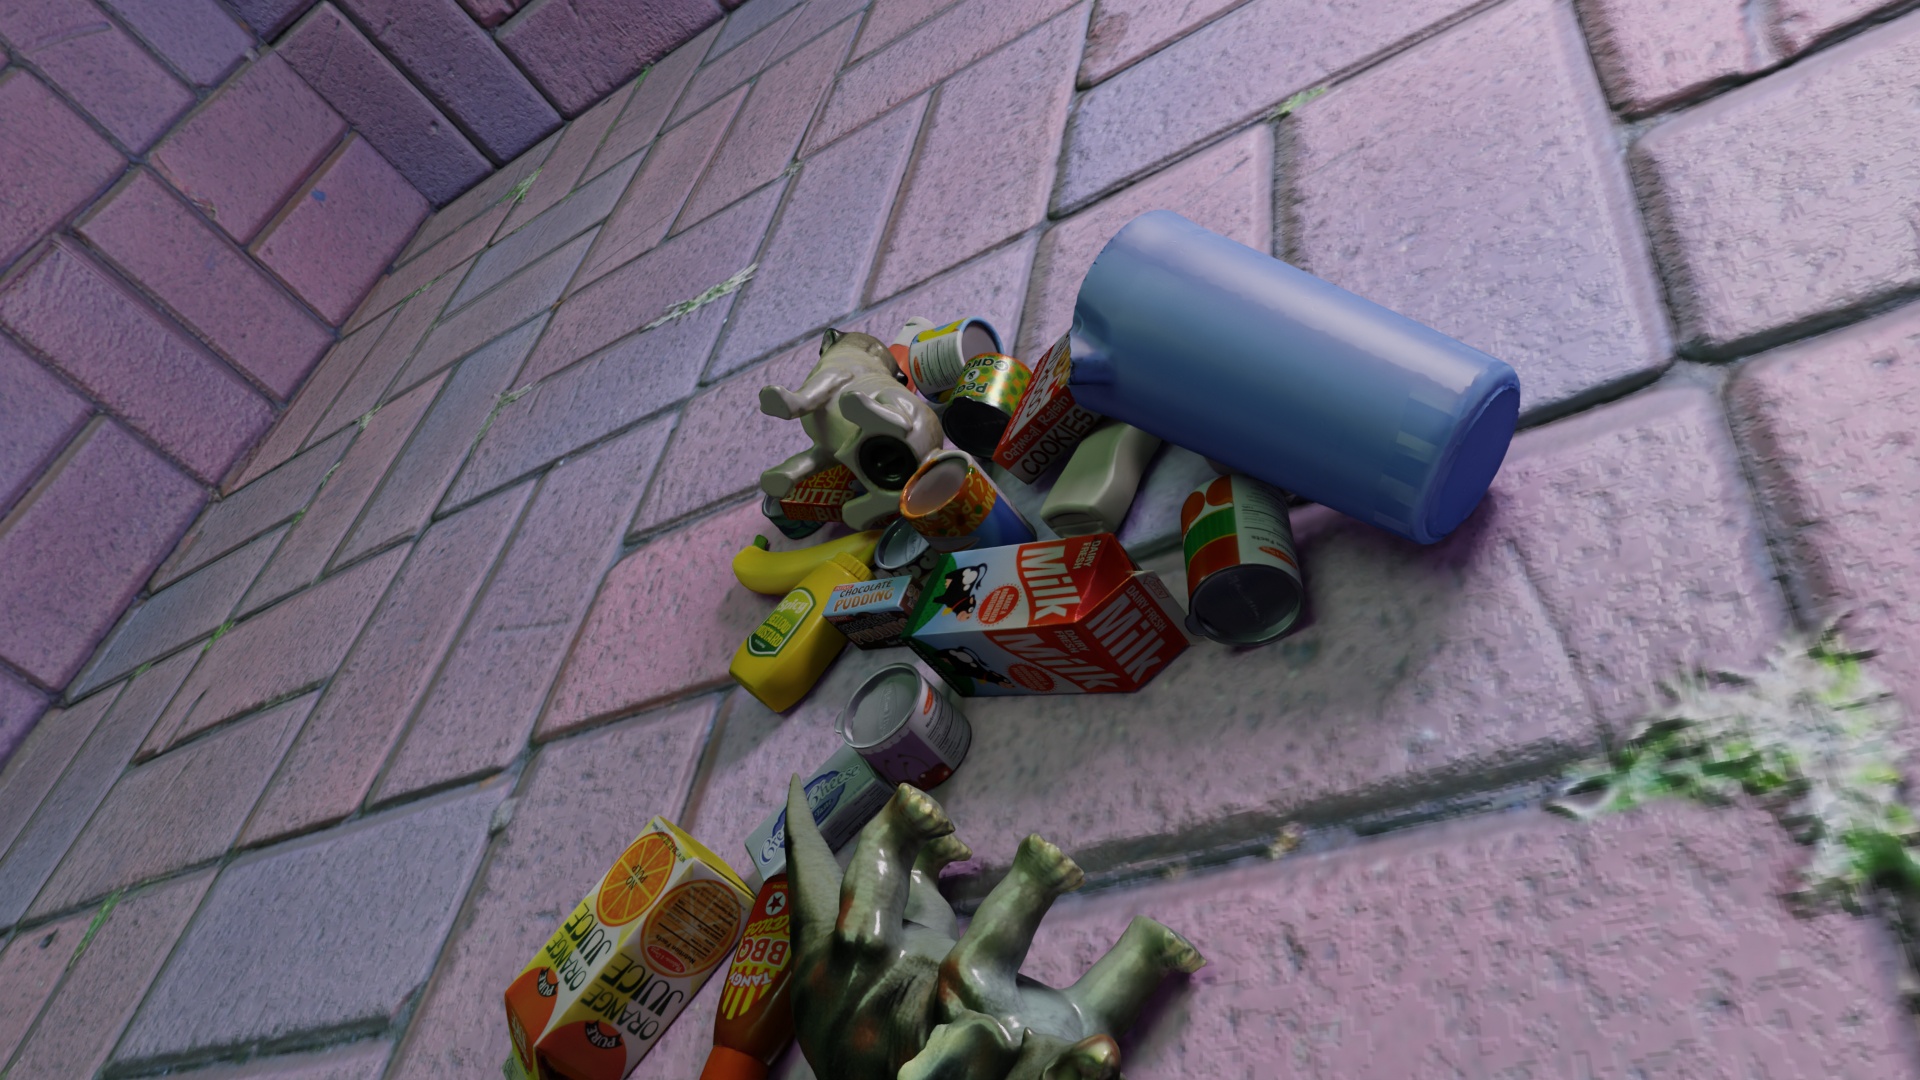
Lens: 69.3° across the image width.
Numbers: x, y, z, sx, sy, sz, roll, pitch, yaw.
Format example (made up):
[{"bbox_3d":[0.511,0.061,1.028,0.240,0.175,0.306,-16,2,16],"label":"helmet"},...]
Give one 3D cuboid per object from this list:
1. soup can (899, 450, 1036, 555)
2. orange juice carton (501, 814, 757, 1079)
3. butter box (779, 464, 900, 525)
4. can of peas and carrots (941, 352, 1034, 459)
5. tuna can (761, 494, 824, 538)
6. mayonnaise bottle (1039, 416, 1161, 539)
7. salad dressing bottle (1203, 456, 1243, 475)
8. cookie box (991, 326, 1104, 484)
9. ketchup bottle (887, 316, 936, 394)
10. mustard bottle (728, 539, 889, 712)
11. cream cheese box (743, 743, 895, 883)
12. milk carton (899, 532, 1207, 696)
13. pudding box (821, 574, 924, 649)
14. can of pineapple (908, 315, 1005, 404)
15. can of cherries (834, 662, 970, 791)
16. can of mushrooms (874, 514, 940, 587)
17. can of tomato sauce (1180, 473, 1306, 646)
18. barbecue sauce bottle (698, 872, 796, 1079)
[{"bbox_3d":[0.004,-0.013,1.009,0.071,0.083,0.072,-28,35,22],"label":"soup can"},{"bbox_3d":[-0.227,0.285,0.911,0.193,0.073,0.072,-50,33,-11],"label":"orange juice carton"},{"bbox_3d":[-0.096,-0.041,1.171,0.103,0.024,0.053,4,50,20],"label":"butter box"},{"bbox_3d":[0.023,-0.110,1.115,0.071,0.070,0.059,-13,42,38],"label":"can of peas and carrots"},{"bbox_3d":[-0.140,-0.036,1.236,0.071,0.032,0.071,-28,35,22],"label":"tuna can"},{"bbox_3d":[0.113,-0.067,0.997,0.064,0.041,0.149,-9,43,52],"label":"mayonnaise bottle"},{"bbox_3d":[0.226,-0.090,0.903,0.147,0.044,0.064,-23,36,24],"label":"salad dressing bottle"},{"bbox_3d":[0.097,-0.129,1.024,0.166,0.040,0.123,-43,16,48],"label":"cookie box"},{"bbox_3d":[-0.068,-0.141,1.275,0.064,0.043,0.149,4,53,45],"label":"ketchup bottle"},{"bbox_3d":[-0.110,0.057,1.080,0.160,0.048,0.065,-51,38,-14],"label":"mustard bottle"},{"bbox_3d":[-0.096,0.186,0.934,0.104,0.024,0.053,-44,32,-3],"label":"cream cheese box"},{"bbox_3d":[0.061,0.049,0.886,0.190,0.072,0.074,-7,46,42],"label":"milk carton"},{"bbox_3d":[-0.055,0.054,1.025,0.083,0.049,0.030,-9,47,41],"label":"pudding box"},{"bbox_3d":[-0.001,-0.157,1.203,0.058,0.071,0.071,-11,44,39],"label":"can of pineapple"},{"bbox_3d":[-0.038,0.124,0.915,0.071,0.058,0.072,-27,36,22],"label":"can of cherries"},{"bbox_3d":[-0.029,0.005,1.069,0.071,0.033,0.071,-28,34,21],"label":"can of mushrooms"},{"bbox_3d":[0.165,0.012,0.826,0.071,0.071,0.083,-26,35,24],"label":"can of tomato sauce"},{"bbox_3d":[-0.117,0.275,0.834,0.064,0.043,0.149,-11,44,38],"label":"barbecue sauce bottle"}]
